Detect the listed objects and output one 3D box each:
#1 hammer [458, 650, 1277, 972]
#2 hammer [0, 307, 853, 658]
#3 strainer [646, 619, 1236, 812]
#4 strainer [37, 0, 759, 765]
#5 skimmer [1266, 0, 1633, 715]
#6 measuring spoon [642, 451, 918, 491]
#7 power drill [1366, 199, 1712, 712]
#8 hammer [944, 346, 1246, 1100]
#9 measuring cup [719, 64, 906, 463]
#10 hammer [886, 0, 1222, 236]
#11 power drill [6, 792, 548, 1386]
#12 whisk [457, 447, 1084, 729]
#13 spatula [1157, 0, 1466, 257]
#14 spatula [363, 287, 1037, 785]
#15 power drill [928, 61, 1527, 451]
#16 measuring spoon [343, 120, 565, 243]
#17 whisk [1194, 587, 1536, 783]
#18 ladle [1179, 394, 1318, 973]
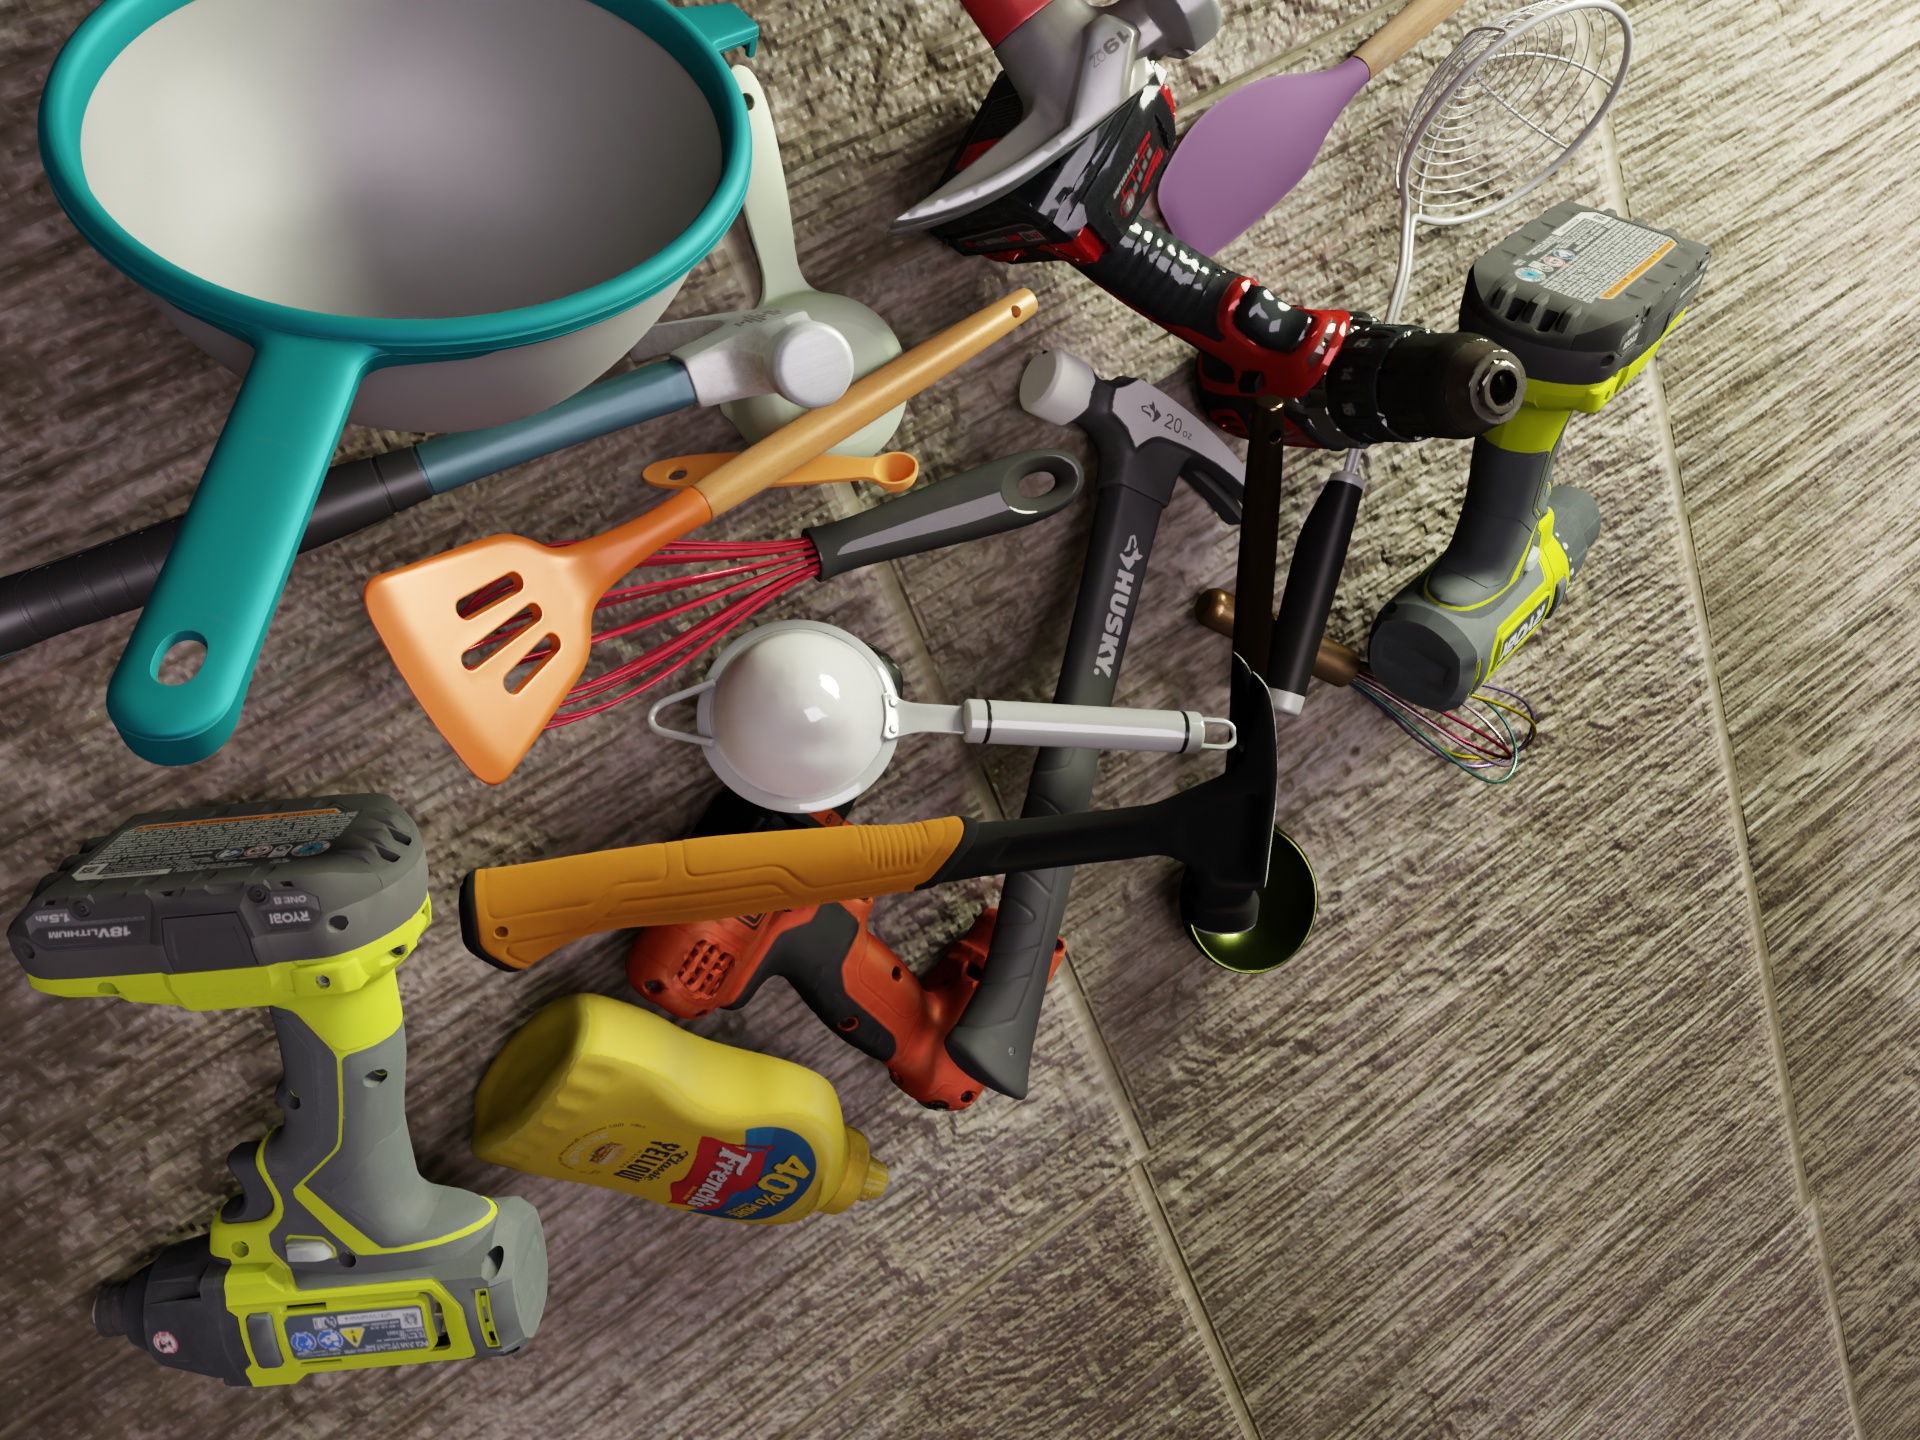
[{"bbox_3d":[-0.031,0.051,0.651,0.337,0.034,0.127,-7,119,-12],"label":"hammer"},{"bbox_3d":[-0.207,-0.085,0.573,0.331,0.128,0.033,-22,114,-13],"label":"hammer"},{"bbox_3d":[-0.001,-0.002,0.678,0.258,0.050,0.087,3,70,-14],"label":"strainer"},{"bbox_3d":[-0.181,-0.114,0.493,0.211,0.095,0.341,8,56,-6],"label":"strainer"},{"bbox_3d":[0.234,-0.172,0.785,0.127,0.090,0.363,16,90,-56],"label":"skimmer"},{"bbox_3d":[-0.074,-0.100,0.657,0.117,0.021,0.011,0,141,9],"label":"measuring spoon"},{"bbox_3d":[0.294,-0.134,0.805,0.190,0.080,0.228,-37,145,-34],"label":"power drill"},{"bbox_3d":[0.057,0.008,0.741,0.146,0.035,0.335,19,80,-32],"label":"hammer"},{"bbox_3d":[-0.067,-0.184,0.658,0.083,0.038,0.167,-22,115,-23],"label":"measuring cup"},{"bbox_3d":[-0.075,-0.359,0.545,0.143,0.038,0.386,-38,100,-1],"label":"hammer"},{"bbox_3d":[-0.262,0.148,0.601,0.171,0.080,0.223,-5,109,0],"label":"power drill"},{"bbox_3d":[-0.079,-0.063,0.656,0.296,0.073,0.073,-20,112,-18],"label":"whisk"},{"bbox_3d":[0.213,-0.338,0.786,0.316,0.018,0.059,-42,120,-13],"label":"spatula"},{"bbox_3d":[-0.078,-0.095,0.614,0.322,0.041,0.081,-38,112,-28],"label":"spatula"},{"bbox_3d":[0.115,-0.186,0.676,0.226,0.188,0.080,30,89,-28],"label":"power drill"},{"bbox_3d":[-0.193,-0.188,0.596,0.128,0.021,0.042,-35,117,-18],"label":"measuring spoon"},{"bbox_3d":[0.223,-0.018,0.865,0.244,0.047,0.051,21,81,-27],"label":"whisk"},{"bbox_3d":[0.144,-0.004,0.762,0.078,0.062,0.319,-19,131,-18],"label":"ladle"}]
